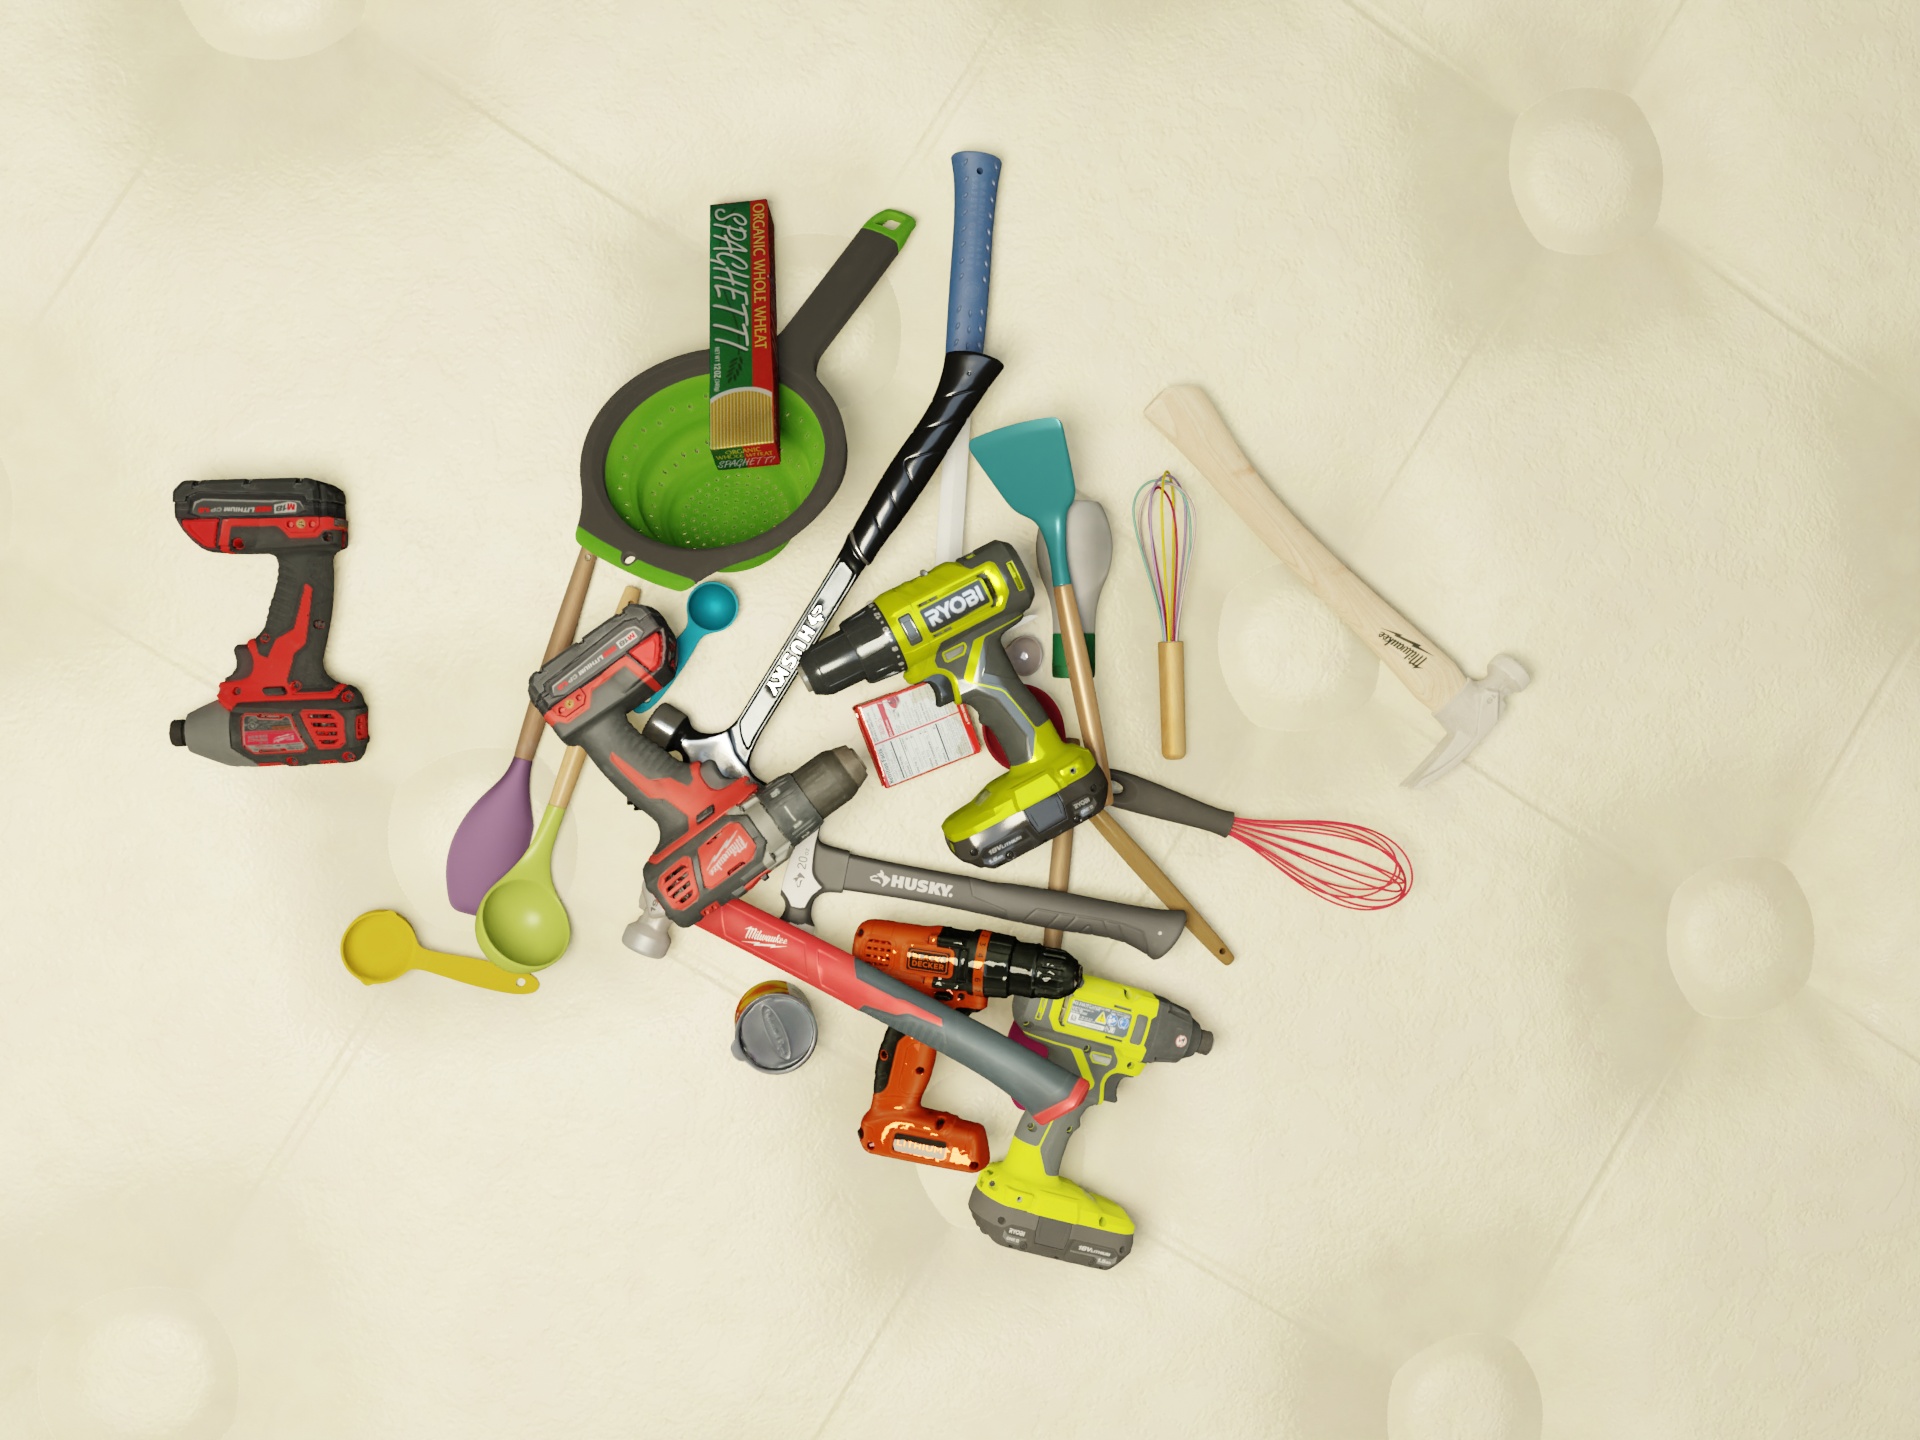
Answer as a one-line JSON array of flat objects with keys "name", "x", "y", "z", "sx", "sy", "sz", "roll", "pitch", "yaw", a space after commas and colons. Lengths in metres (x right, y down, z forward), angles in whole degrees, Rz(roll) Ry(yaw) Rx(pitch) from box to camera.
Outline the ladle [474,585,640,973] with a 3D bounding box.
[{"name": "ladle", "x": -0.308, "y": 0.045, "z": 1.268, "sx": 0.078, "sy": 0.062, "sz": 0.320, "roll": 22, "pitch": 84, "yaw": -35}]

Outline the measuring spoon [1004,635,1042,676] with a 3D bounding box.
[{"name": "measuring spoon", "x": 0.011, "y": -0.052, "z": 1.318, "sx": 0.124, "sy": 0.018, "sz": 0.034, "roll": -4, "pitch": 98, "yaw": -27}]

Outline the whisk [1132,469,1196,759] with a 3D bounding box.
[{"name": "whisk", "x": 0.175, "y": -0.088, "z": 1.346, "sx": 0.051, "sy": 0.047, "sz": 0.245, "roll": -3, "pitch": 95, "yaw": -10}]

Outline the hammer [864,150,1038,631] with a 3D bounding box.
[{"name": "hammer", "x": 0.005, "y": -0.263, "z": 1.319, "sx": 0.144, "sy": 0.035, "sz": 0.405, "roll": 4, "pitch": 90, "yaw": -9}]

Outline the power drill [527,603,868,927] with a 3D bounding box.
[{"name": "power drill", "x": -0.200, "y": 0.020, "z": 1.217, "sx": 0.188, "sy": 0.080, "sz": 0.227, "roll": -36, "pitch": 84, "yaw": -5}]

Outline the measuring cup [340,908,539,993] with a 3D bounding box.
[{"name": "measuring cup", "x": -0.416, "y": 0.192, "z": 1.274, "sx": 0.156, "sy": 0.029, "sz": 0.062, "roll": 19, "pitch": 88, "yaw": -20}]

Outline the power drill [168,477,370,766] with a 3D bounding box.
[{"name": "power drill", "x": -0.537, "y": -0.073, "z": 1.222, "sx": 0.143, "sy": 0.078, "sz": 0.219, "roll": -3, "pitch": 94, "yaw": -8}]

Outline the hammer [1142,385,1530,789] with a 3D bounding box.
[{"name": "hammer", "x": 0.304, "y": -0.123, "z": 1.369, "sx": 0.410, "sy": 0.038, "sz": 0.146, "roll": 44, "pitch": 86, "yaw": -7}]

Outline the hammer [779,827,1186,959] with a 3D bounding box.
[{"name": "hammer", "x": 0.022, "y": 0.141, "z": 1.317, "sx": 0.334, "sy": 0.035, "sz": 0.146, "roll": 11, "pitch": 90, "yaw": -4}]

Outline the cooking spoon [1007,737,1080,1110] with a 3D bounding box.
[{"name": "cooking spoon", "x": 0.080, "y": 0.173, "z": 1.348, "sx": 0.068, "sy": 0.017, "sz": 0.319, "roll": 5, "pitch": 91, "yaw": -11}]

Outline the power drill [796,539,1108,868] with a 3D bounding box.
[{"name": "power drill", "x": -0.002, "y": -0.004, "z": 1.246, "sx": 0.190, "sy": 0.080, "sz": 0.228, "roll": -28, "pitch": 99, "yaw": -7}]

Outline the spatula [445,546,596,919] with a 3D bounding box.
[{"name": "spatula", "x": -0.346, "y": 0.005, "z": 1.279, "sx": 0.059, "sy": 0.018, "sz": 0.316, "roll": 18, "pitch": 89, "yaw": -18}]

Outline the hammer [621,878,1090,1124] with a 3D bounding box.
[{"name": "hammer", "x": -0.073, "y": 0.190, "z": 1.227, "sx": 0.386, "sy": 0.038, "sz": 0.143, "roll": 24, "pitch": 90, "yaw": 15}]

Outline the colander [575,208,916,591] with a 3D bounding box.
[{"name": "colander", "x": -0.144, "y": -0.248, "z": 1.273, "sx": 0.204, "sy": 0.094, "sz": 0.397, "roll": 26, "pitch": 67, "yaw": 17}]

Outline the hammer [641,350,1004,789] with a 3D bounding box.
[{"name": "hammer", "x": -0.087, "y": -0.118, "z": 1.274, "sx": 0.149, "sy": 0.036, "sz": 0.409, "roll": 33, "pitch": 94, "yaw": -1}]

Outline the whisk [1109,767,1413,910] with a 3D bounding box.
[{"name": "whisk", "x": 0.247, "y": 0.096, "z": 1.356, "sx": 0.296, "sy": 0.073, "sz": 0.073, "roll": 18, "pitch": 88, "yaw": -3}]

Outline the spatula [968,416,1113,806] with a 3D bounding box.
[{"name": "spatula", "x": 0.082, "y": -0.083, "z": 1.290, "sx": 0.082, "sy": 0.044, "sz": 0.317, "roll": -11, "pitch": 94, "yaw": 26}]

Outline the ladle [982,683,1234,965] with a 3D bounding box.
[{"name": "ladle", "x": 0.128, "y": 0.092, "z": 1.334, "sx": 0.069, "sy": 0.031, "sz": 0.315, "roll": -43, "pitch": 101, "yaw": -5}]

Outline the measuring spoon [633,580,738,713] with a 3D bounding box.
[{"name": "measuring spoon", "x": -0.229, "y": -0.060, "z": 1.300, "sx": 0.042, "sy": 0.021, "sz": 0.128, "roll": 36, "pitch": 95, "yaw": -20}]

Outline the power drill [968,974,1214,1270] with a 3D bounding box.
[{"name": "power drill", "x": 0.107, "y": 0.327, "z": 1.318, "sx": 0.171, "sy": 0.080, "sz": 0.223, "roll": 17, "pitch": 89, "yaw": -12}]
